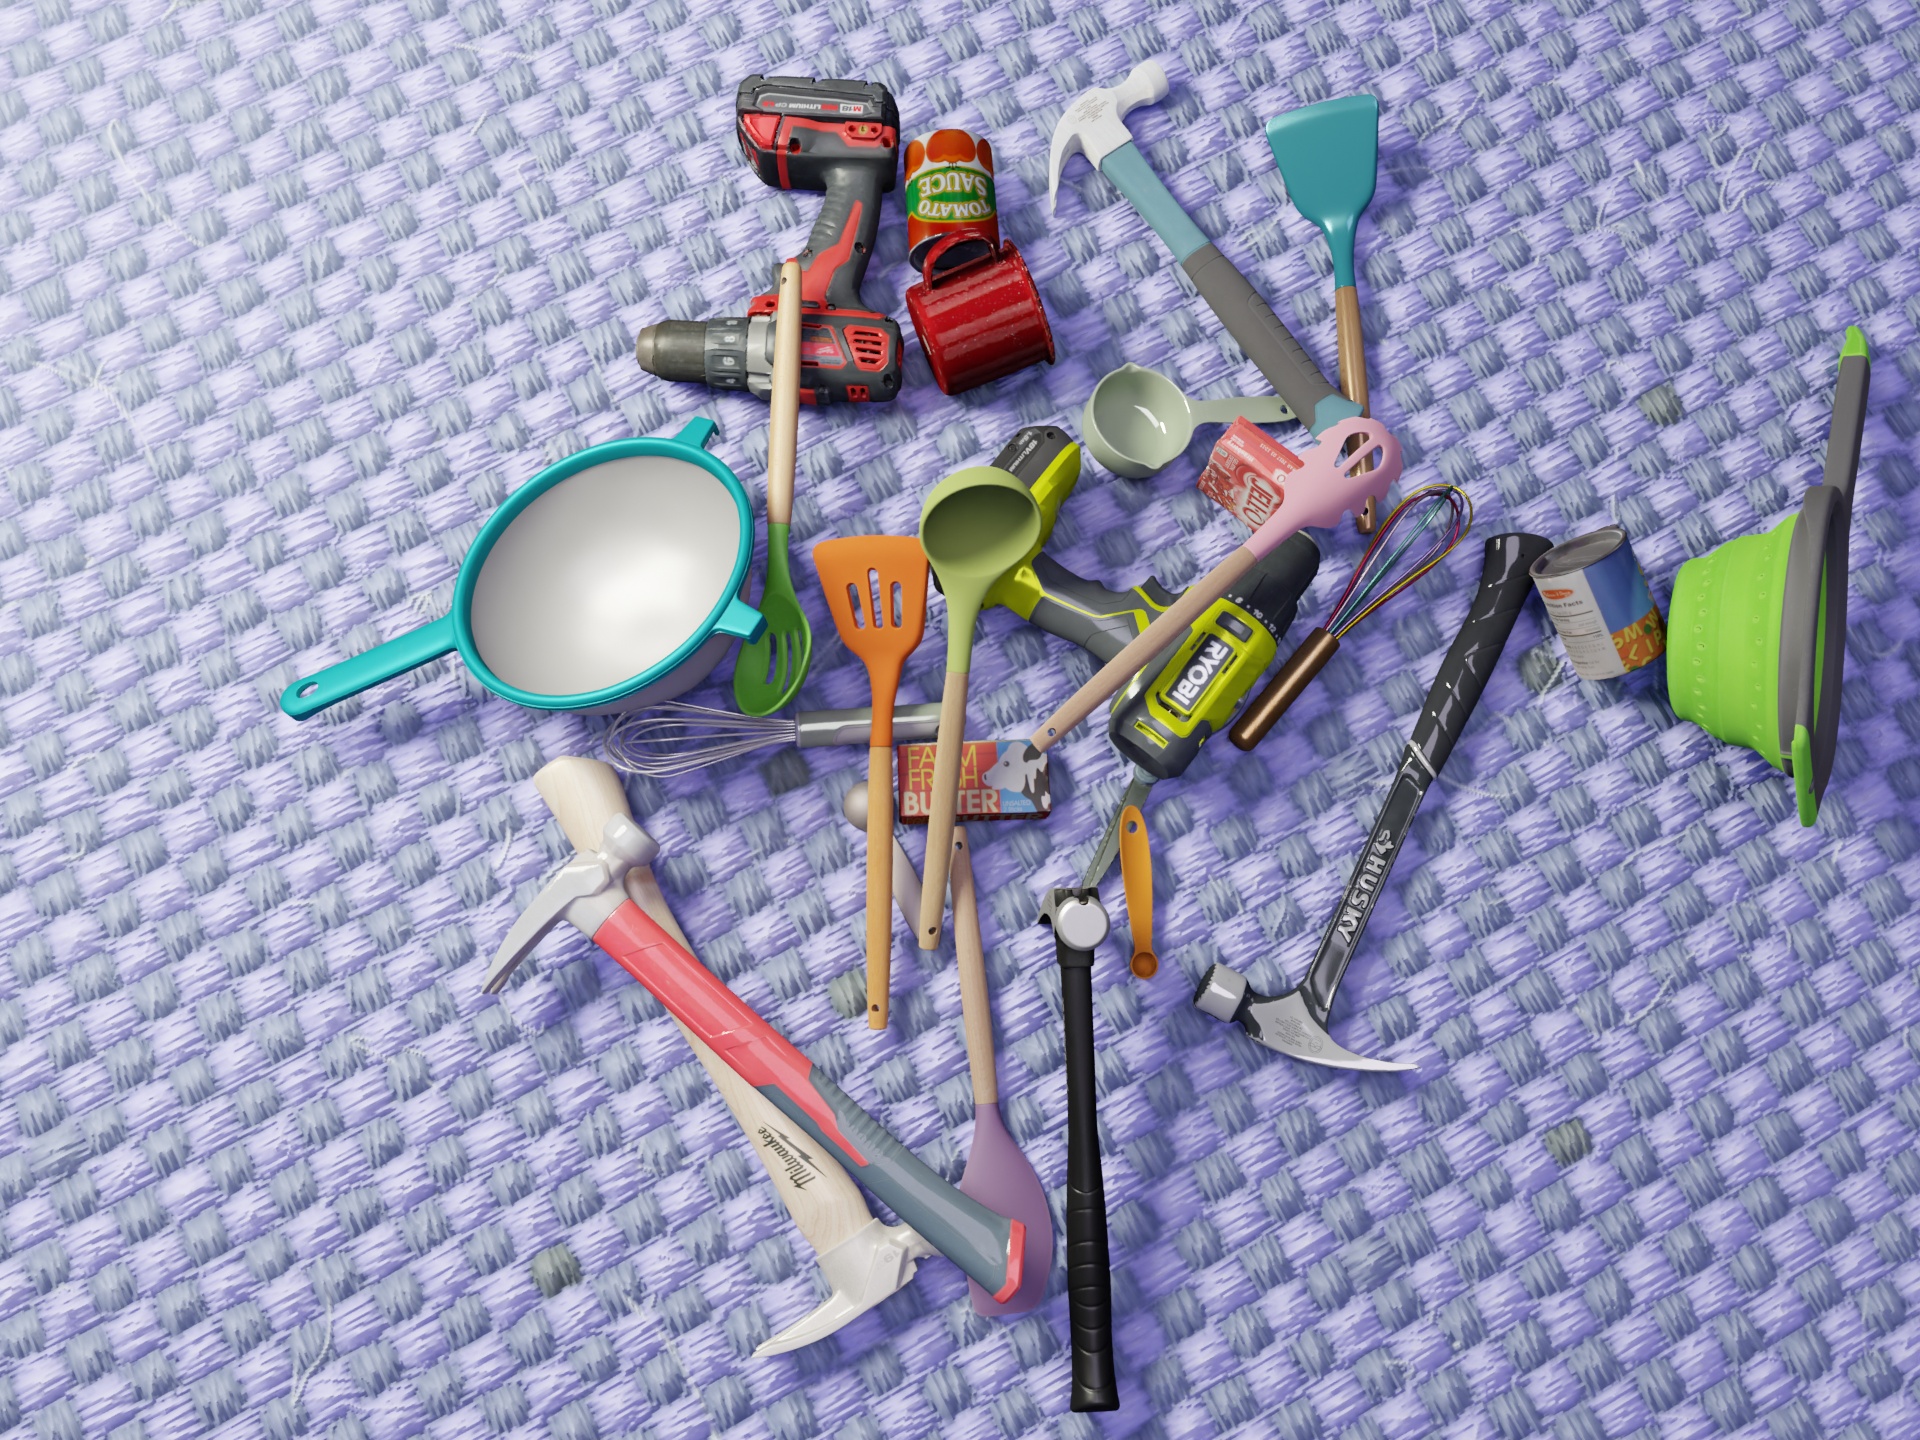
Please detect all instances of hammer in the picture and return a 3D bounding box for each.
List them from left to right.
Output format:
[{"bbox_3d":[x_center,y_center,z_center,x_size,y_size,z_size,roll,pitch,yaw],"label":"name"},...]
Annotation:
[{"bbox_3d":[-0.172,0.205,1.042,0.146,0.038,0.411,-33,80,-6],"label":"hammer"},{"bbox_3d":[-0.121,0.235,0.998,0.386,0.038,0.143,40,84,8],"label":"hammer"},{"bbox_3d":[0.077,0.270,1.005,0.035,0.146,0.335,-3,90,-2],"label":"hammer"},{"bbox_3d":[0.181,-0.328,1.152,0.128,0.033,0.331,-34,77,-7],"label":"hammer"},{"bbox_3d":[0.312,0.047,1.086,0.149,0.036,0.409,28,79,3],"label":"hammer"}]

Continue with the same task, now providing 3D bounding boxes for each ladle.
[{"bbox_3d":[-0.002,-0.003,1.026,0.078,0.062,0.320,4,99,-14],"label":"ladle"}]

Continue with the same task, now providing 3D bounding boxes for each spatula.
[{"bbox_3d":[-0.056,0.041,1.046,0.081,0.041,0.322,0,87,13],"label":"spatula"},{"bbox_3d":[0.017,0.226,1.050,0.059,0.018,0.316,-6,79,-9],"label":"spatula"},{"bbox_3d":[0.277,-0.291,1.151,0.082,0.044,0.318,-7,79,21],"label":"spatula"}]

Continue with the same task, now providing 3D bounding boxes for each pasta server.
[{"bbox_3d":[0.166,-0.088,1.027,0.316,0.040,0.060,-42,83,-3],"label":"pasta server"}]

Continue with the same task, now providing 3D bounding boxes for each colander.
[{"bbox_3d":[0.557,-0.120,1.096,0.094,0.204,0.397,4,57,34],"label":"colander"}]

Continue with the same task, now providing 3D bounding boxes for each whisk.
[{"bbox_3d":[-0.118,0.007,1.080,0.246,0.057,0.059,-4,48,-6],"label":"whisk"},{"bbox_3d":[0.273,-0.073,1.107,0.047,0.051,0.245,41,83,1],"label":"whisk"}]

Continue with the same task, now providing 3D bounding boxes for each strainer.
[{"bbox_3d":[-0.280,-0.055,1.064,0.340,0.095,0.211,-22,56,6],"label":"strainer"}]

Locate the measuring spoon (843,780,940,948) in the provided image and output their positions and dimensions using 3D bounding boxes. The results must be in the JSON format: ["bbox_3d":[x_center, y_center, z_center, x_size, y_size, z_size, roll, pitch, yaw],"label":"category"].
[{"bbox_3d":[-0.043,0.097,1.075,0.034,0.018,0.124,-25,81,-6],"label":"measuring spoon"}]

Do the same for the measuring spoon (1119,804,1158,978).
[{"bbox_3d":[0.119,0.116,1.073,0.021,0.011,0.117,-3,84,-12],"label":"measuring spoon"}]

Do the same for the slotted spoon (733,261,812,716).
[{"bbox_3d":[-0.119,-0.156,1.069,0.070,0.031,0.314,-4,81,40],"label":"slotted spoon"}]

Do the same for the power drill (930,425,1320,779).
[{"bbox_3d":[0.113,-0.097,1.079,0.228,0.080,0.190,36,81,10],"label":"power drill"}]

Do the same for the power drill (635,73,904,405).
[{"bbox_3d":[-0.130,-0.336,1.136,0.188,0.080,0.227,3,81,0],"label":"power drill"}]

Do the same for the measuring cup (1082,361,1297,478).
[{"bbox_3d":[0.165,-0.213,1.141,0.167,0.038,0.083,-7,75,-19],"label":"measuring cup"}]
